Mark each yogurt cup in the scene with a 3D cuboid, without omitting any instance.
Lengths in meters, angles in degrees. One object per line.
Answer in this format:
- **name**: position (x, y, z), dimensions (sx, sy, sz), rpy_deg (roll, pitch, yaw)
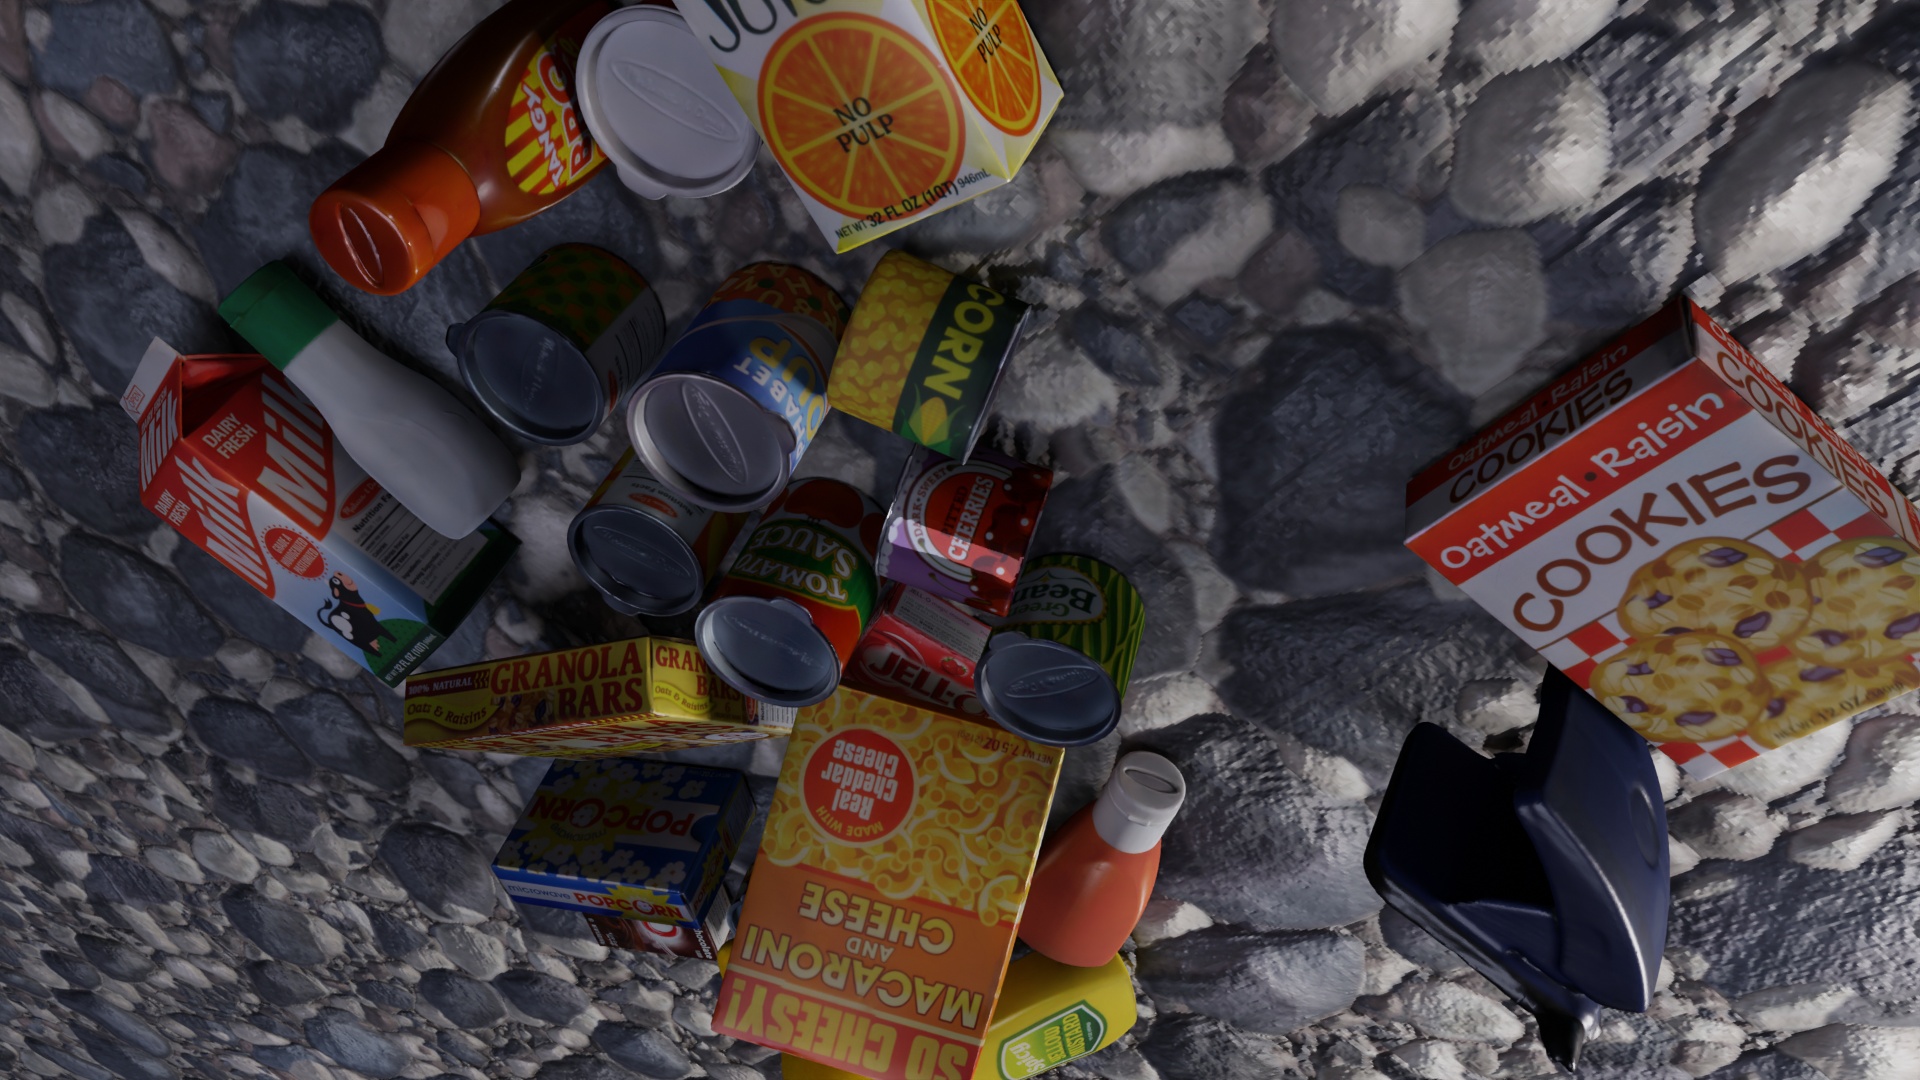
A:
- **yogurt cup**: position (-0.092, -0.163, 0.488), dimensions (0.072, 0.054, 0.072), rpy_deg (11, 133, 12)

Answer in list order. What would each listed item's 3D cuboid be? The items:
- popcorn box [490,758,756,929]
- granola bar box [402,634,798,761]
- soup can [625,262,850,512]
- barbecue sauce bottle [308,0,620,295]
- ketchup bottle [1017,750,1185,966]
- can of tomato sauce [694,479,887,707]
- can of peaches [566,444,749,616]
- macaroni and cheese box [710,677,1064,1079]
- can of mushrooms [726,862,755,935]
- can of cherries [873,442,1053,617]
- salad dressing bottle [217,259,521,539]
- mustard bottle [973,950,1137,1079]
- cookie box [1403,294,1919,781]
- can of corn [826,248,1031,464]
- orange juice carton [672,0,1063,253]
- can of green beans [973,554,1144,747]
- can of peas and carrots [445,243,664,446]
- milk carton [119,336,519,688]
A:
- **popcorn box**: position (-0.193, 0.171, 0.801), dimensions (0.127, 0.085, 0.038), rpy_deg (3, 131, 19)
- **granola bar box**: position (-0.177, 0.083, 0.705), dimensions (0.165, 0.039, 0.124), rpy_deg (-11, 164, 29)
- **soup can**: position (-0.082, -0.062, 0.552), dimensions (0.071, 0.084, 0.071), rpy_deg (11, 133, 12)
- **barbecue sauce bottle**: position (-0.160, -0.136, 0.473), dimensions (0.043, 0.149, 0.064), rpy_deg (5, 131, 18)
- **ketchup bottle**: position (0.074, 0.166, 0.722), dimensions (0.065, 0.044, 0.148), rpy_deg (21, 134, 1)
- **can of tomato sauce**: position (-0.071, 0.021, 0.622), dimensions (0.071, 0.083, 0.070), rpy_deg (11, 133, 12)
- **can of peaches**: position (-0.139, -0.007, 0.642), dimensions (0.071, 0.058, 0.070), rpy_deg (11, 133, 12)
- **macaroni and cheese box**: position (-0.032, 0.157, 0.643), dimensions (0.124, 0.040, 0.166), rpy_deg (15, 89, 4)
- **can of mushrooms**: position (-0.108, 0.227, 0.854), dimensions (0.071, 0.034, 0.070), rpy_deg (11, 133, 13)
- **can of cherries**: position (0.002, -0.007, 0.578), dimensions (0.058, 0.072, 0.071), rpy_deg (19, 134, 4)
- **salad dressing bottle**: position (-0.277, -0.066, 0.655), dimensions (0.064, 0.044, 0.147), rpy_deg (-26, 115, 39)
- **mustard bottle**: position (0.020, 0.278, 0.782), dimensions (0.160, 0.049, 0.065), rpy_deg (-21, 124, -10)
- **cookie box**: position (0.267, 0.006, 0.508), dimensions (0.167, 0.040, 0.122), rpy_deg (36, 133, -13)
- **can of corn**: position (-0.012, -0.071, 0.528), dimensions (0.058, 0.071, 0.070), rpy_deg (23, 134, 1)
- **orange juice carton**: position (-0.049, -0.195, 0.430), dimensions (0.071, 0.073, 0.192), rpy_deg (-15, 122, 32)
- **can of green beans**: position (0.045, 0.049, 0.619), dimensions (0.071, 0.058, 0.071), rpy_deg (11, 133, 12)
- **can of peas and carrots**: position (-0.169, -0.084, 0.585), dimensions (0.071, 0.059, 0.070), rpy_deg (11, 132, 13)
- **milk carton**: position (-0.328, -0.020, 0.693), dimensions (0.190, 0.074, 0.072), rpy_deg (42, 132, -17)
